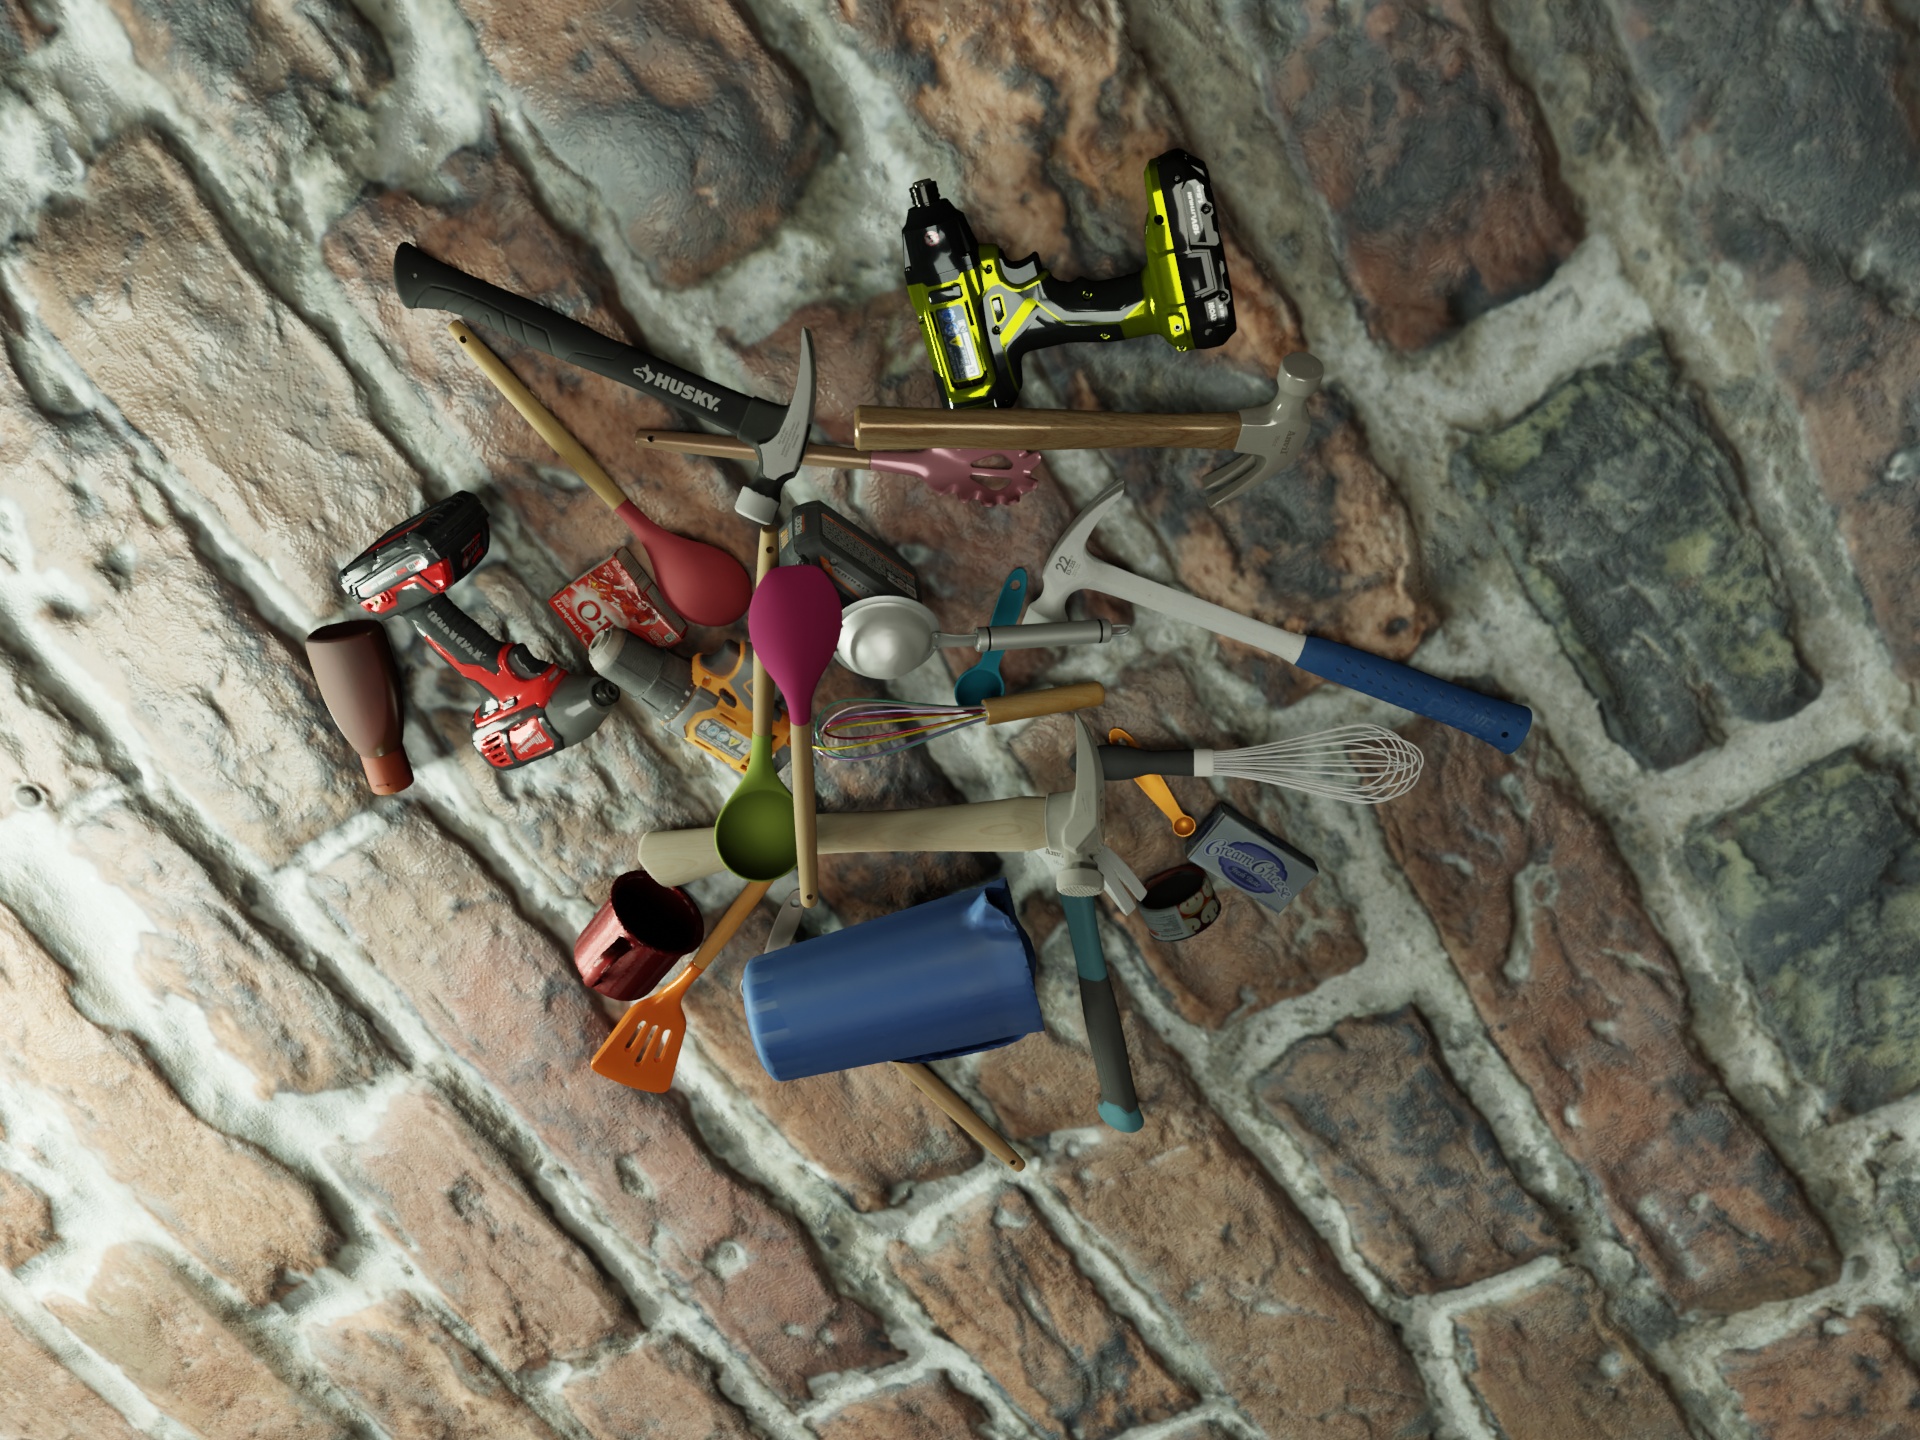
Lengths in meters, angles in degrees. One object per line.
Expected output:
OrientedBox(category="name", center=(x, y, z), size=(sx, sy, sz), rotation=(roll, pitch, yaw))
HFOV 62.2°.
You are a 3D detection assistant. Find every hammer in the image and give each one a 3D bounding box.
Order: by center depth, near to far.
OrientedBox(category="hammer", center=(0.088, -0.210, 1.156), size=(0.331, 0.031, 0.130), rotation=(-1, 144, -6))
OrientedBox(category="hammer", center=(-0.266, -0.279, 1.191), size=(0.334, 0.035, 0.146), rotation=(23, 99, -2))
OrientedBox(category="hammer", center=(0.261, -0.065, 1.259), size=(0.405, 0.035, 0.144), rotation=(20, 116, -5))
OrientedBox(category="hammer", center=(-0.081, 0.084, 1.329), size=(0.410, 0.146, 0.038), rotation=(-6, 159, 18))
OrientedBox(category="hammer", center=(0.117, 0.232, 1.396), size=(0.128, 0.033, 0.330), rotation=(11, 127, 36))

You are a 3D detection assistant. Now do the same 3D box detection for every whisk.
OrientedBox(category="whisk", center=(-0.003, -0.005, 1.279), size=(0.245, 0.047, 0.051), rotation=(-10, 80, -12))
OrientedBox(category="whisk", center=(0.231, 0.034, 1.295), size=(0.284, 0.070, 0.070), rotation=(0, 115, 8))

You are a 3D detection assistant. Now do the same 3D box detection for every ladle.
OrientedBox(category="ladle", center=(-0.150, -0.005, 1.222), size=(0.078, 0.062, 0.320), rotation=(-4, 130, -15))
OrientedBox(category="ladle", center=(-0.284, -0.191, 1.251), size=(0.069, 0.031, 0.315), rotation=(-38, 105, 16))

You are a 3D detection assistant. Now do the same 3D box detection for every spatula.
OrientedBox(category="spatula", center=(-0.221, 0.208, 1.426), size=(0.081, 0.041, 0.322), rotation=(27, 114, -26))
OrientedBox(category="spatula", center=(-0.049, 0.324, 1.465), size=(0.082, 0.044, 0.317), rotation=(-42, 107, 10))

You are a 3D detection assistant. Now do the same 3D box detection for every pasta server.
OrientedBox(category="pasta server", center=(-0.096, -0.204, 1.222), size=(0.316, 0.040, 0.060), rotation=(6, 91, 4))

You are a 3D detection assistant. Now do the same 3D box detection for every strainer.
OrientedBox(category="strainer", center=(0.009, -0.061, 1.210), size=(0.258, 0.050, 0.086), rotation=(-5, 139, -14))

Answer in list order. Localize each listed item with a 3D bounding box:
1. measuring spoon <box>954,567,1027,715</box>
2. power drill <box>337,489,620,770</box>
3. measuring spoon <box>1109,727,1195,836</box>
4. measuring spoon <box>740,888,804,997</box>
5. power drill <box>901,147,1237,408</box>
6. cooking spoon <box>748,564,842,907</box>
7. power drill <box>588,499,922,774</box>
OrientedBox(category="measuring spoon", center=(0.028, -0.066, 1.292), size=(0.042, 0.021, 0.128), rotation=(14, 107, -16))
OrientedBox(category="power drill", center=(-0.377, -0.065, 1.280), size=(0.143, 0.079, 0.219), rotation=(-19, 116, 30))
OrientedBox(category="measuring spoon", center=(0.161, 0.051, 1.338), size=(0.021, 0.011, 0.117), rotation=(-34, 105, 13))
OrientedBox(category="measuring spoon", center=(-0.165, 0.202, 1.436), size=(0.034, 0.018, 0.124), rotation=(22, 108, -6))
OrientedBox(category="power drill", center=(0.074, -0.319, 1.133), size=(0.223, 0.080, 0.171), rotation=(-11, 115, 13))
OrientedBox(category="cooking spoon", center=(-0.121, 0.021, 1.219), size=(0.068, 0.017, 0.318), rotation=(-5, 126, -9))
OrientedBox(category="power drill", center=(-0.164, -0.068, 1.252), size=(0.185, 0.084, 0.226), rotation=(33, 117, -28))
